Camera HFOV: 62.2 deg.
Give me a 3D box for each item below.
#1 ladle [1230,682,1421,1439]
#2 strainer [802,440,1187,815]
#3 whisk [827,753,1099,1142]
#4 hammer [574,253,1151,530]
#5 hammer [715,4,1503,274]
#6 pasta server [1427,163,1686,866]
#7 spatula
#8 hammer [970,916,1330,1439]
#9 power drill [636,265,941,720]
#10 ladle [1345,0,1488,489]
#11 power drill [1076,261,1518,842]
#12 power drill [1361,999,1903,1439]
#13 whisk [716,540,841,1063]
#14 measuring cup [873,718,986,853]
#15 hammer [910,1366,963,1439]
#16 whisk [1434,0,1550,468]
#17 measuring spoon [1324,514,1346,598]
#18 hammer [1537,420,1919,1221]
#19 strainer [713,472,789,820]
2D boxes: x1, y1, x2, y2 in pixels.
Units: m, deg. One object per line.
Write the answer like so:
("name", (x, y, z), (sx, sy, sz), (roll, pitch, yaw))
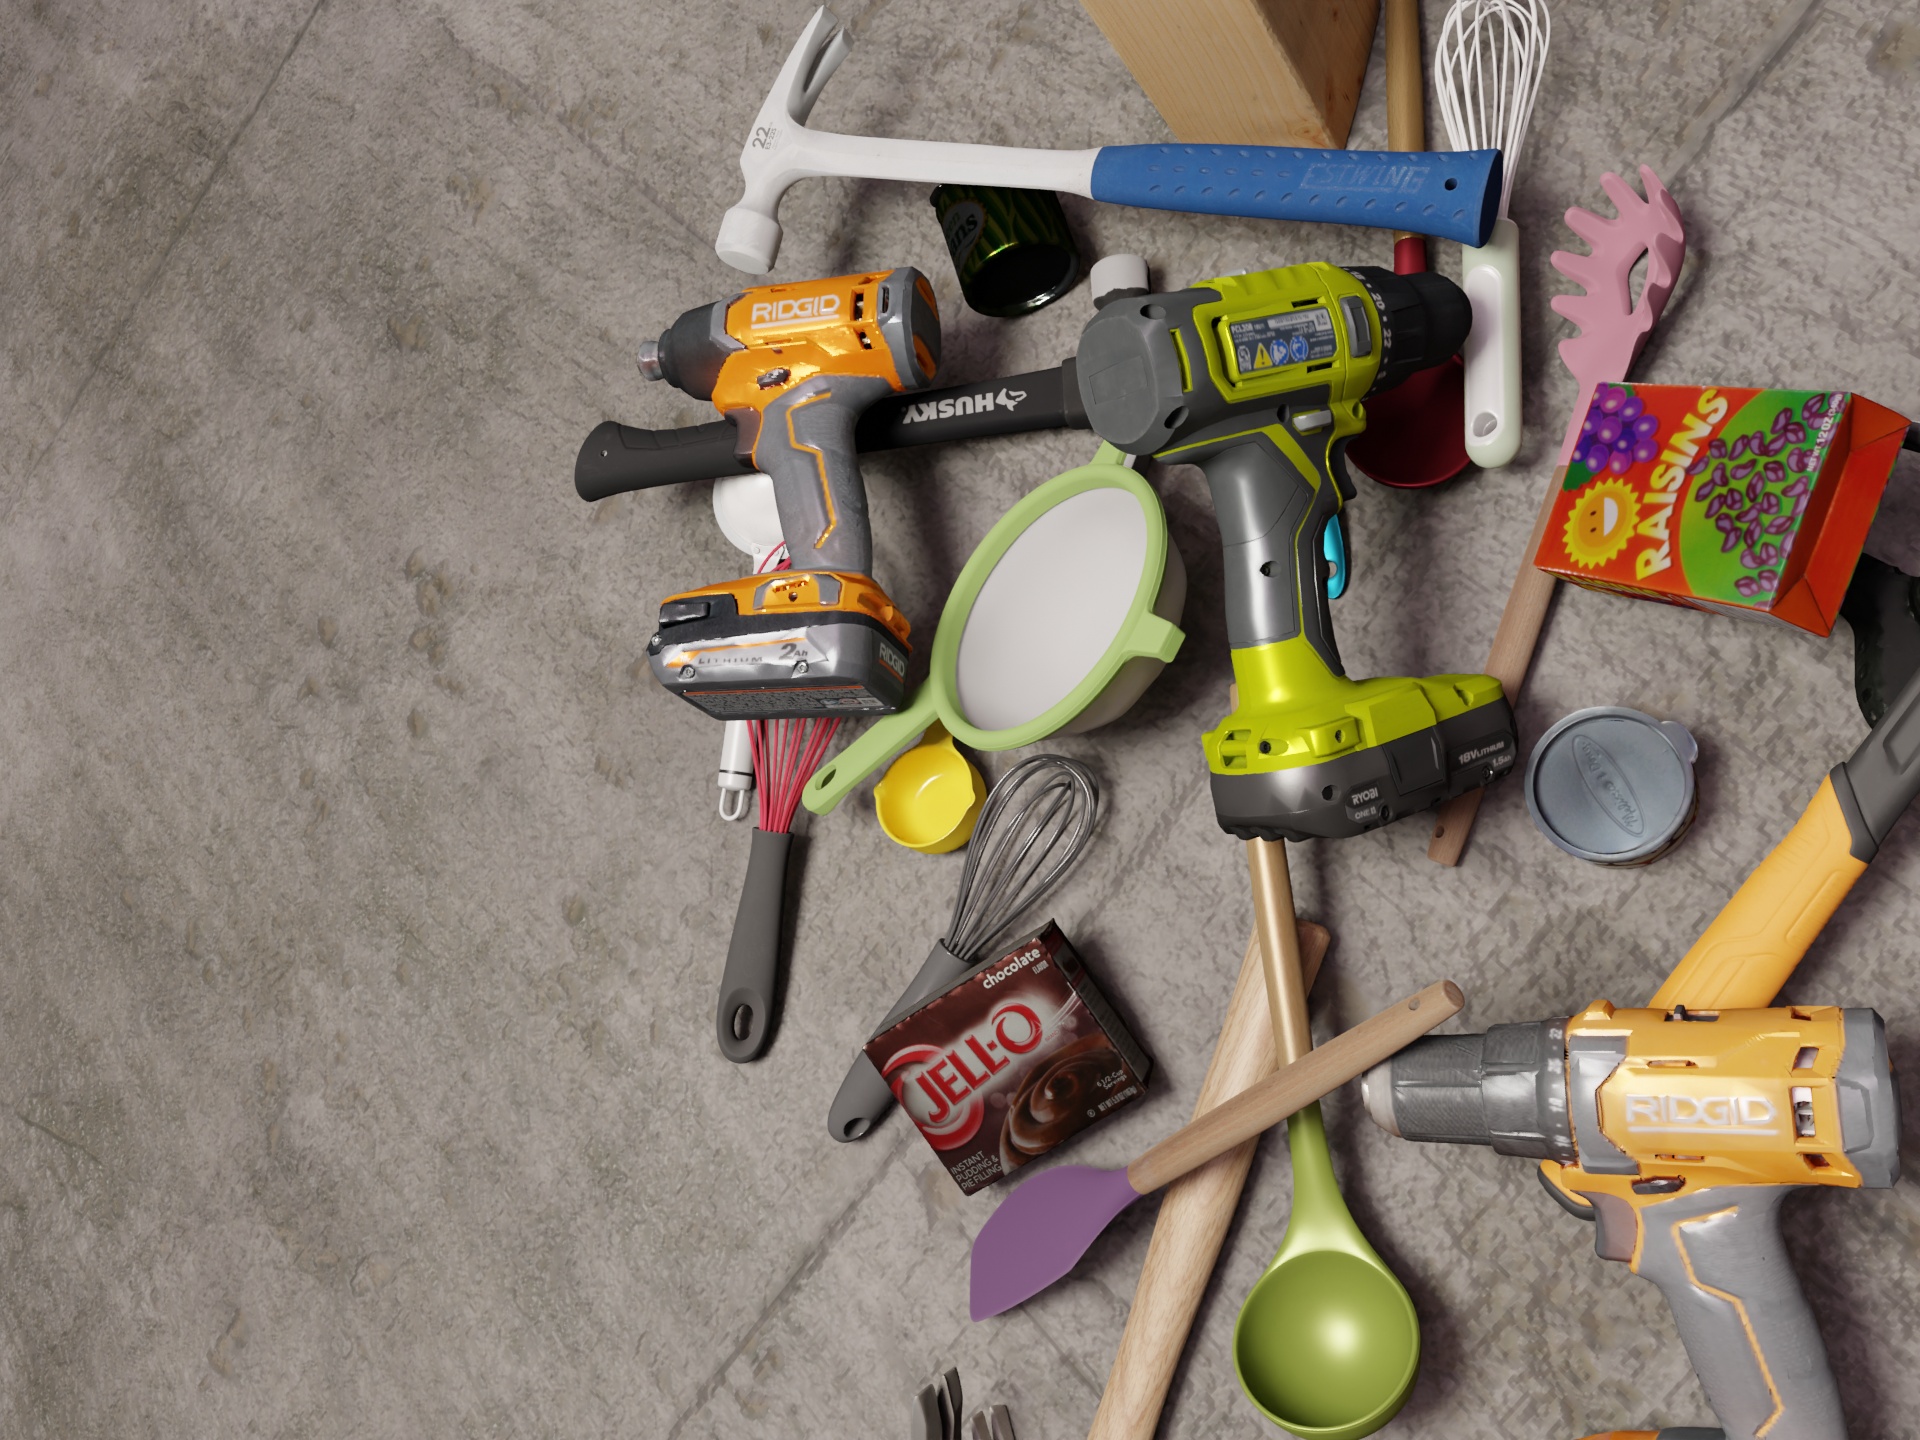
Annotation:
("ladle", (0.140, 0.138, 0.684), (0.078, 0.062, 0.320), (-11, 78, 24))
("strainer", (0.023, -0.015, 0.791), (0.256, 0.069, 0.152), (-39, 38, 31))
("whisk", (-0.004, 0.118, 0.808), (0.055, 0.055, 0.239), (38, 102, 30))
("hammer", (-0.056, -0.154, 0.865), (0.335, 0.035, 0.146), (-6, 78, 16))
("hammer", (0.060, -0.279, 0.790), (0.406, 0.035, 0.144), (14, 85, 28))
("pasta server", (0.259, -0.088, 0.708), (0.060, 0.040, 0.316), (19, 91, 65))
("spatula", (0.094, 0.186, 0.688), (0.316, 0.018, 0.060), (-44, 30, 38))
("hammer", (0.099, 0.246, 0.729), (0.130, 0.031, 0.331), (18, 88, 31))
("power drill", (-0.097, -0.118, 0.812), (0.164, 0.084, 0.227), (-2, 74, 17))
("ladle", (0.217, -0.256, 0.776), (0.069, 0.031, 0.315), (-1, 76, 13))
("power drill", (0.158, -0.079, 0.669), (0.080, 0.190, 0.228), (-5, 100, 60))
("power drill", (0.252, 0.218, 0.594), (0.185, 0.084, 0.226), (-6, 90, 28))
("whisk", (-0.099, 0.041, 0.871), (0.073, 0.073, 0.296), (9, 90, 31))
("measuring cup", (-0.001, -0.003, 0.850), (0.062, 0.029, 0.157), (4, 69, 31))
("hammer", (0.135, 0.352, 0.619), (0.359, 0.036, 0.149), (-7, 93, 36))
("whisk", (0.245, -0.234, 0.735), (0.058, 0.059, 0.246), (-9, 73, 45))
("measuring spoon", (0.172, -0.121, 0.781), (0.042, 0.021, 0.129), (-14, 81, 25))
("hammer", (0.323, 0.051, 0.616), (0.127, 0.034, 0.337), (39, 108, 34))
("strainer", (-0.115, -0.070, 0.917), (0.087, 0.050, 0.258), (6, 85, 16))
